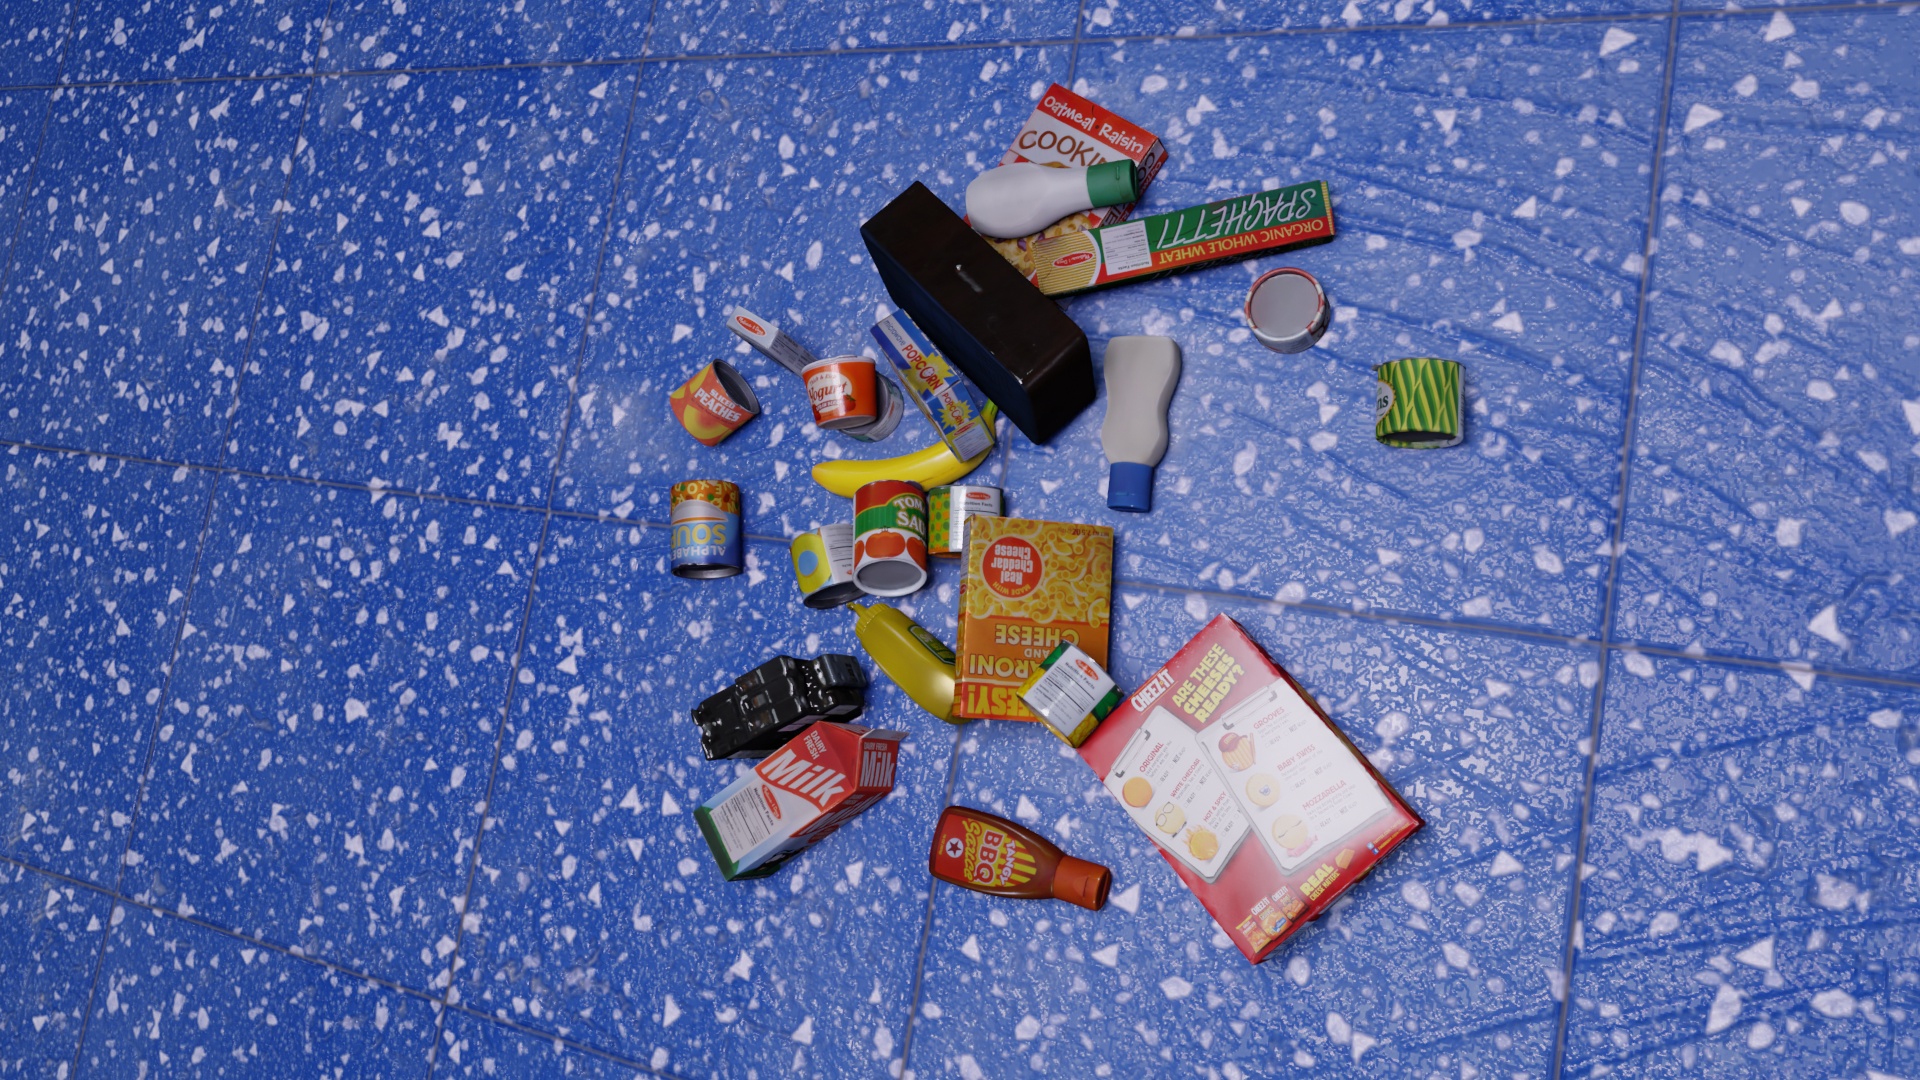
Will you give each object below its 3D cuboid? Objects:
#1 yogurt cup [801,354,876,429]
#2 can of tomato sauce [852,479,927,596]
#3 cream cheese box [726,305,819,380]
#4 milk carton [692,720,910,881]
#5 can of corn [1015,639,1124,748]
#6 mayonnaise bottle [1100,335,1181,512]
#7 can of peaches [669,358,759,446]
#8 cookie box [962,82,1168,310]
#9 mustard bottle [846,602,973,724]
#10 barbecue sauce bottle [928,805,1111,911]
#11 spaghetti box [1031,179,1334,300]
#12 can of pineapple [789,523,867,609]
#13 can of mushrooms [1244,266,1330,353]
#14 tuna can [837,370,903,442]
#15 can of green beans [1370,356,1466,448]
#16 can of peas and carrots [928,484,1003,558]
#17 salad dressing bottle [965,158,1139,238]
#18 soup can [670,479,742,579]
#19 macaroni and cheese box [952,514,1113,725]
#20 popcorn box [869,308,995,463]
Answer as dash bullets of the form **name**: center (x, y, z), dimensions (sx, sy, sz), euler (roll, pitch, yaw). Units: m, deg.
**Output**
- **yogurt cup**: center (-0.106, -0.132, 1.249), dimensions (0.072, 0.072, 0.054), euler (-11, 84, 21)
- **can of tomato sauce**: center (-0.061, -0.002, 1.225), dimensions (0.071, 0.071, 0.083), euler (-16, 54, 20)
- **cream cheese box**: center (-0.171, -0.181, 1.302), dimensions (0.053, 0.103, 0.024), euler (33, 90, 24)
- **milk carton**: center (-0.133, 0.219, 1.223), dimensions (0.190, 0.072, 0.073), euler (-37, 68, 14)
- **can of corn**: center (0.086, 0.122, 1.098), dimensions (0.071, 0.071, 0.058), euler (40, 81, 25)
- **mayonnaise bottle**: center (0.149, -0.099, 1.182), dimensions (0.065, 0.041, 0.148), euler (3, 82, 25)
- **can of peaches**: center (-0.238, -0.132, 1.339), dimensions (0.058, 0.071, 0.071), euler (-35, 68, 15)
- **cookie box**: center (0.089, -0.311, 1.250), dimensions (0.123, 0.040, 0.167), euler (36, 95, 25)
- **mustard bottle**: center (-0.047, 0.097, 1.215), dimensions (0.160, 0.065, 0.048), euler (39, 100, 28)
- **barbecue sauce bottle**: center (0.049, 0.268, 1.149), dimensions (0.148, 0.043, 0.065), euler (12, 83, 25)
- **spaghetti box**: center (0.187, -0.253, 1.177), dimensions (0.250, 0.028, 0.050), euler (-10, 85, 12)
- **can of pineapple**: center (-0.118, 0.024, 1.259), dimensions (0.071, 0.071, 0.058), euler (-23, 71, 18)
- **can of mushrooms**: center (0.271, -0.193, 1.152), dimensions (0.071, 0.033, 0.071), euler (-5, 78, 23)
- **tuna can**: center (-0.091, -0.127, 1.295), dimensions (0.071, 0.033, 0.071), euler (-5, 78, 23)
- **can of green beans**: center (0.357, -0.106, 1.079), dimensions (0.071, 0.071, 0.058), euler (1, 81, 24)
- **can of peas and carrots**: center (0.004, -0.015, 1.214), dimensions (0.071, 0.071, 0.059), euler (-2, 82, 23)
- **salad dressing bottle**: center (0.080, -0.301, 1.206), dimensions (0.147, 0.044, 0.064), euler (-4, 78, 22)
- **soup can**: center (-0.243, -0.011, 1.316), dimensions (0.071, 0.071, 0.084), euler (-9, 76, 22)
- **macaroni and cheese box**: center (0.061, 0.068, 1.156), dimensions (0.124, 0.040, 0.166), euler (5, 81, -10)
- **popcorn box**: center (-0.026, -0.136, 1.218), dimensions (0.038, 0.085, 0.127), euler (-34, 47, -2)
